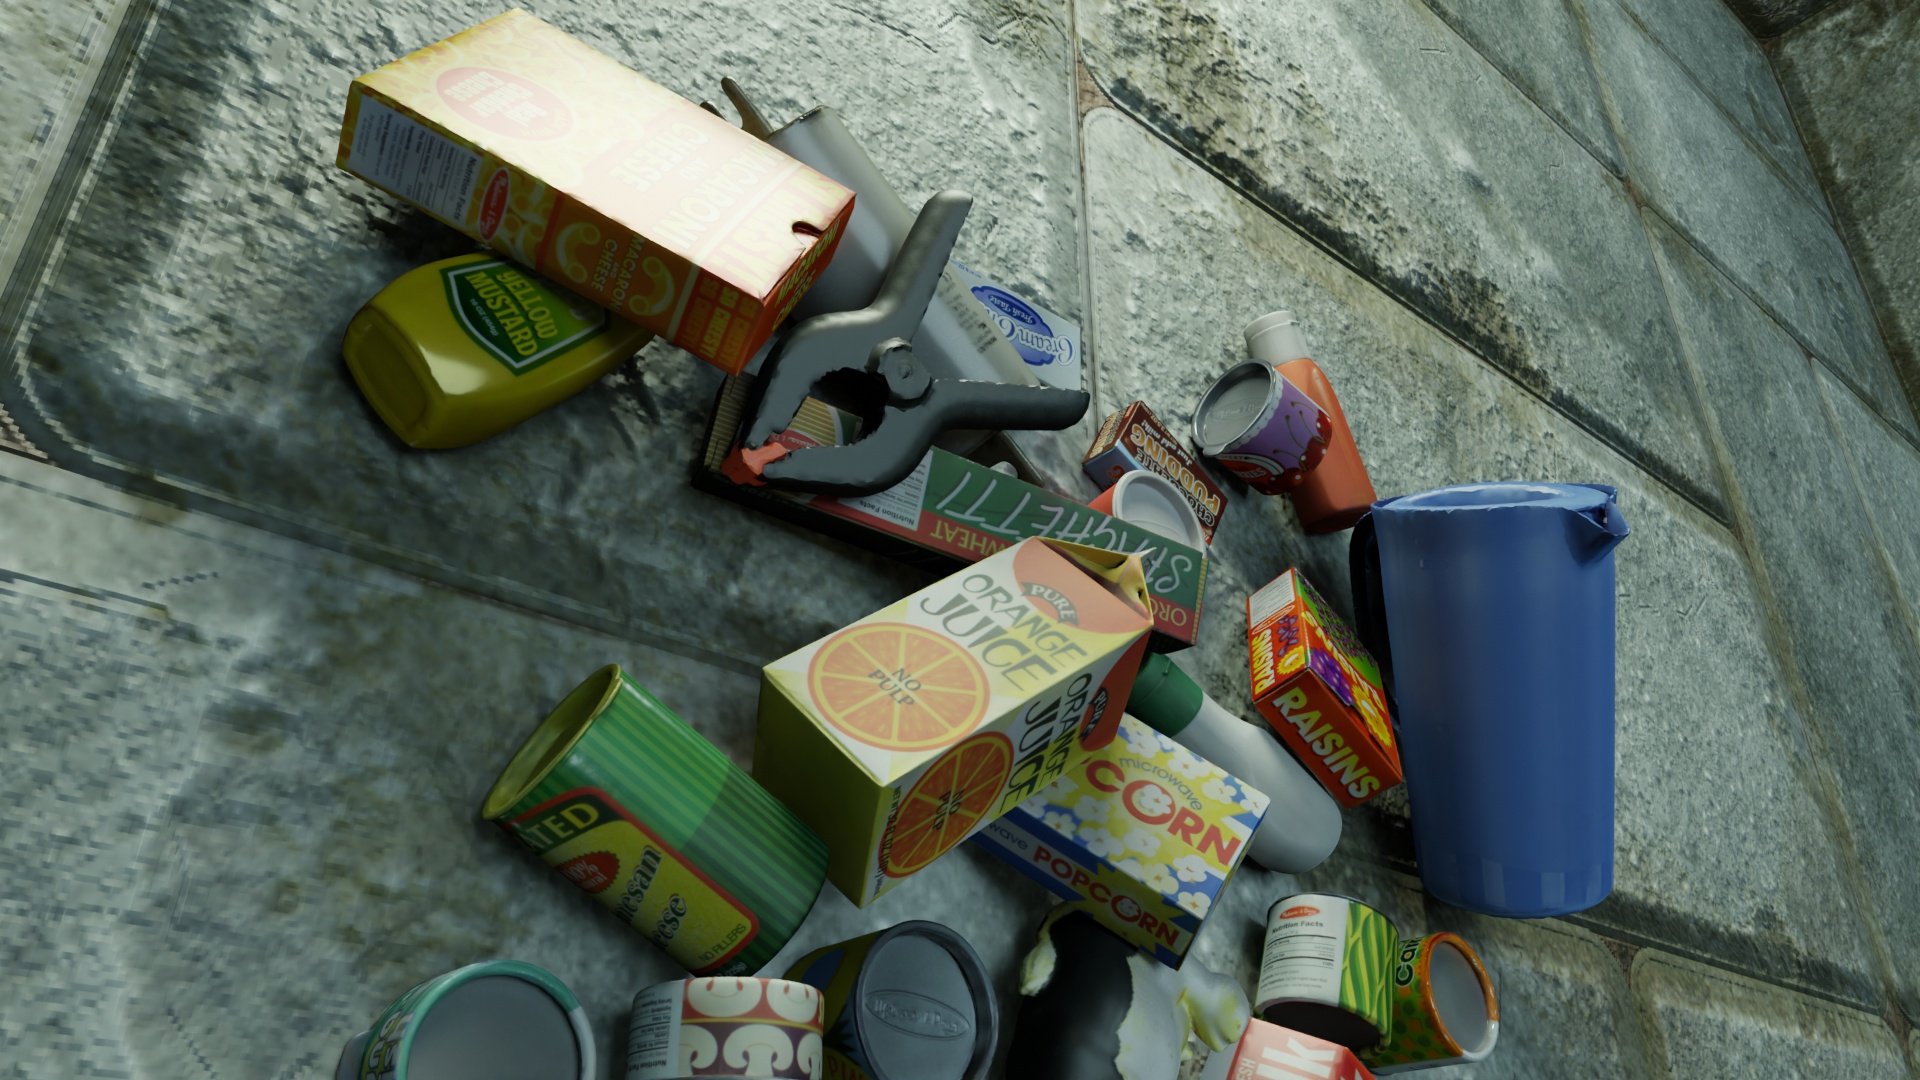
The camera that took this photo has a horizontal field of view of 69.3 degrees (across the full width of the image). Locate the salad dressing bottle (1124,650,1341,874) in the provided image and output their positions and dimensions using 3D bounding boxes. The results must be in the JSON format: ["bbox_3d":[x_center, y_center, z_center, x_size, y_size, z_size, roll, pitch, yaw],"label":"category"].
[{"bbox_3d":[0.137,0.113,0.727,0.147,0.043,0.064,44,40,-15],"label":"salad dressing bottle"}]

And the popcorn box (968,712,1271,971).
[{"bbox_3d":[0.062,0.117,0.613,0.127,0.038,0.085,30,39,16],"label":"popcorn box"}]

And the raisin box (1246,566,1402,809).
[{"bbox_3d":[0.203,0.080,0.782,0.086,0.040,0.124,48,23,-13],"label":"raisin box"}]

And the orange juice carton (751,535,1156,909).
[{"bbox_3d":[0.012,0.061,0.574,0.193,0.071,0.073,-25,50,-38],"label":"orange juice carton"}]

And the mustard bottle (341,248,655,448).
[{"bbox_3d":[-0.161,-0.090,0.552,0.065,0.048,0.161,54,42,-2],"label":"mustard bottle"}]

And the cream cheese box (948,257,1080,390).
[{"bbox_3d":[0.021,-0.110,0.757,0.104,0.024,0.053,22,55,-34],"label":"cream cheese box"}]

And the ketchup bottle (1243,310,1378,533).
[{"bbox_3d":[0.230,-0.080,0.925,0.065,0.043,0.149,0,68,-45],"label":"ketchup bottle"}]

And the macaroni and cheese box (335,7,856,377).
[{"bbox_3d":[-0.137,-0.144,0.556,0.166,0.040,0.124,27,35,-4],"label":"macaroni and cheese box"}]

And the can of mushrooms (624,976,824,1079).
[{"bbox_3d":[-0.077,0.171,0.472,0.071,0.070,0.033,21,53,-35],"label":"can of mushrooms"}]

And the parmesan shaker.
[{"bbox_3d":[-0.102,0.100,0.484,0.103,0.071,0.072,44,44,-17],"label":"parmesan shaker"}]

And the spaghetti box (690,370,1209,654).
[{"bbox_3d":[0.002,-0.008,0.634,0.250,0.028,0.050,20,66,-20],"label":"spaghetti box"}]

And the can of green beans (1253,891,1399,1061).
[{"bbox_3d":[0.183,0.219,0.694,0.071,0.071,0.058,40,46,-21],"label":"can of green beans"}]

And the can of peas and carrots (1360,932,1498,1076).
[{"bbox_3d":[0.242,0.245,0.741,0.071,0.058,0.071,23,53,-34],"label":"can of peas and carrots"}]

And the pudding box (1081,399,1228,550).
[{"bbox_3d":[0.112,-0.033,0.795,0.083,0.030,0.050,47,44,-13],"label":"pudding box"}]

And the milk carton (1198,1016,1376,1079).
[{"bbox_3d":[0.171,0.298,0.632,0.190,0.073,0.073,49,43,-11],"label":"milk carton"}]

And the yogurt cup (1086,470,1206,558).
[{"bbox_3d":[0.088,0.003,0.734,0.072,0.053,0.073,22,54,-34],"label":"yogurt cup"}]

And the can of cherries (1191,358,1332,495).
[{"bbox_3d":[0.186,-0.068,0.861,0.058,0.071,0.072,34,48,-27],"label":"can of cherries"}]

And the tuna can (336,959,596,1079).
[{"bbox_3d":[-0.151,0.165,0.430,0.071,0.032,0.071,23,53,-34],"label":"tuna can"}]

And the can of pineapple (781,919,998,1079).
[{"bbox_3d":[-0.030,0.182,0.518,0.071,0.057,0.071,22,54,-34],"label":"can of pineapple"}]
